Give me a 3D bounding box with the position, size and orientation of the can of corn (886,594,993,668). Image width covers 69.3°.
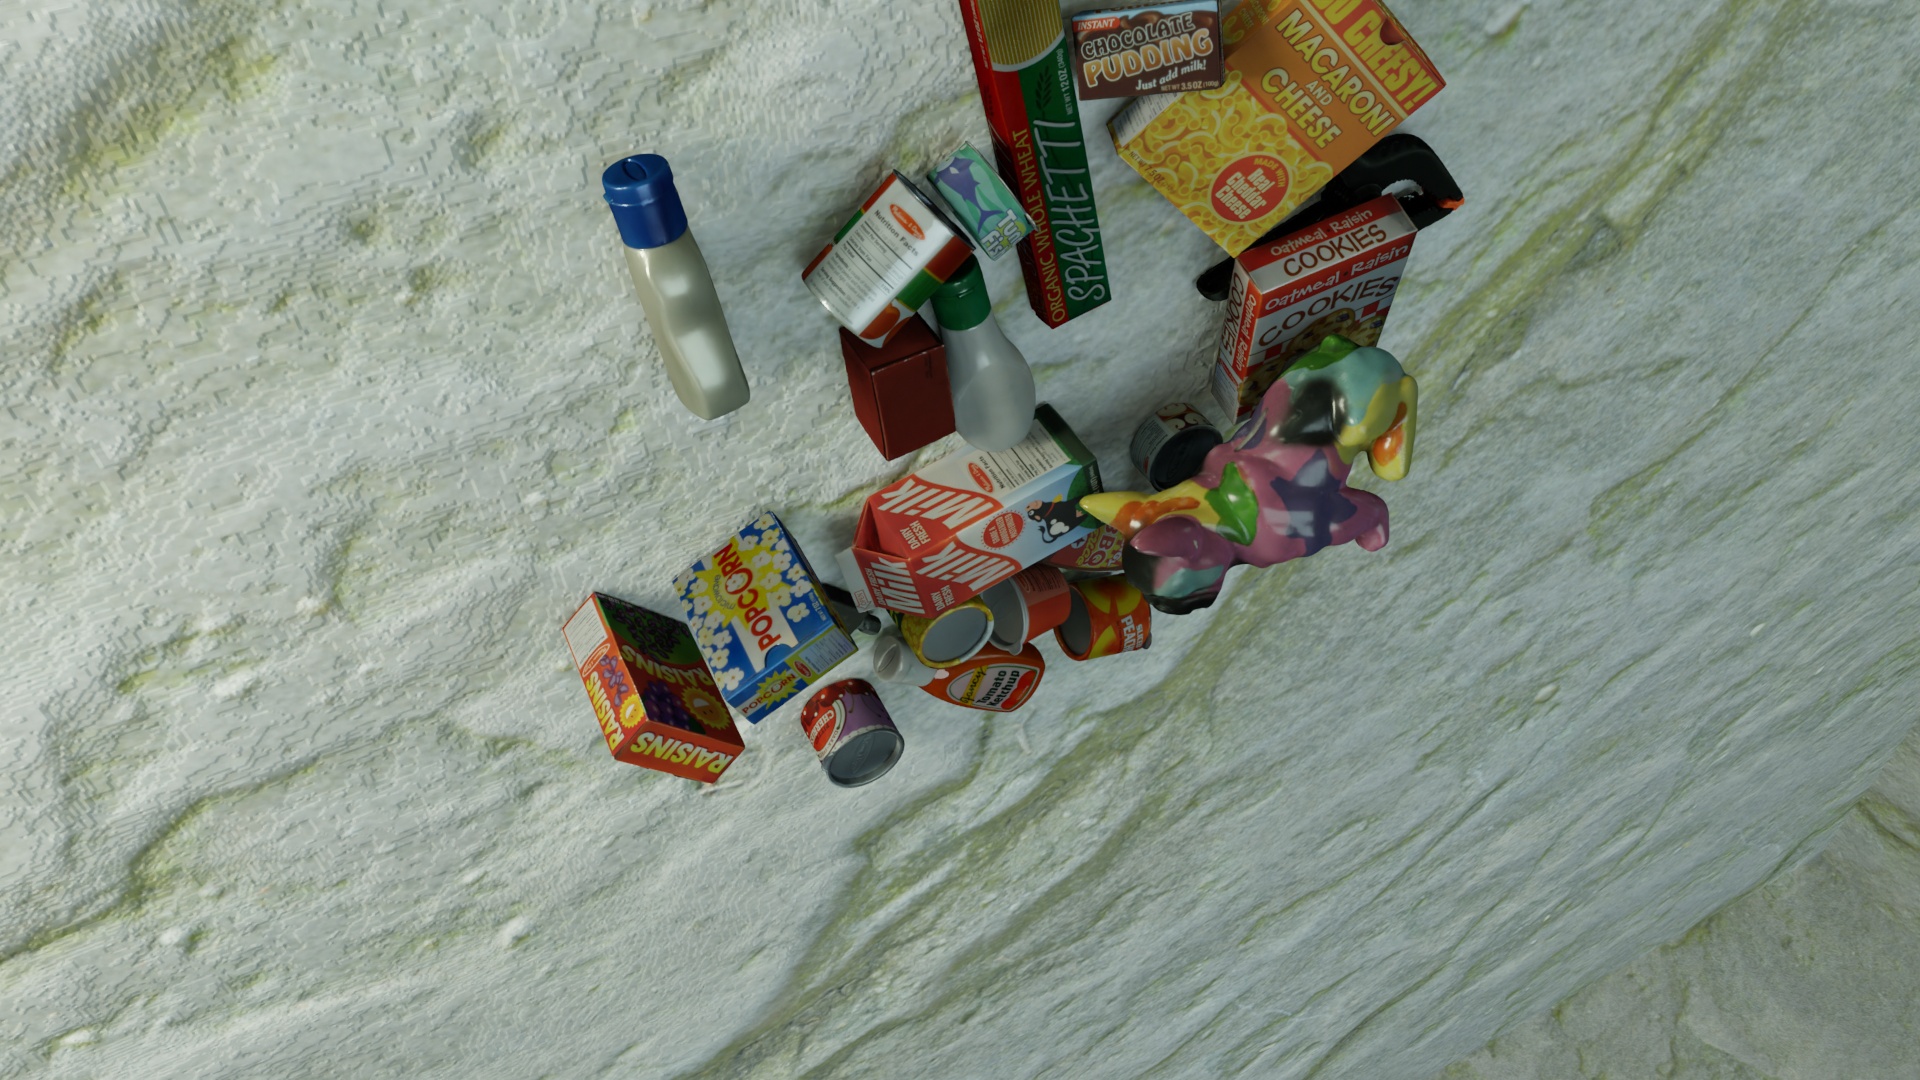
[{"bbox_3d":[-0.018,0.054,1.050,0.071,0.058,0.070,-19,137,-19],"label":"can of corn"}]

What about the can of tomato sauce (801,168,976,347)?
[{"bbox_3d":[-0.042,-0.165,0.822,0.083,0.071,0.071,-45,138,12],"label":"can of tomato sauce"}]

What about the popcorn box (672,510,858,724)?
[{"bbox_3d":[-0.131,0.048,0.915,0.085,0.127,0.038,-35,135,-1],"label":"popcorn box"}]

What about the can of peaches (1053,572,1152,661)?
[{"bbox_3d":[0.116,0.064,1.143,0.058,0.071,0.070,-8,132,-27],"label":"can of peaches"}]

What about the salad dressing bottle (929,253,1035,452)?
[{"bbox_3d":[0.010,-0.123,0.915,0.064,0.044,0.147,-27,138,-7],"label":"salad dressing bottle"}]

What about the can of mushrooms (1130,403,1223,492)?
[{"bbox_3d":[0.169,-0.071,1.079,0.071,0.033,0.070,-19,136,-19],"label":"can of mushrooms"}]

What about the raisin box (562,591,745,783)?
[{"bbox_3d":[-0.203,0.097,0.914,0.040,0.124,0.086,-48,138,13],"label":"raisin box"}]

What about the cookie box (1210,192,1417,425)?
[{"bbox_3d":[0.251,-0.165,1.009,0.123,0.040,0.166,-24,154,-8],"label":"cookie box"}]

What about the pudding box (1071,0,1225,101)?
[{"bbox_3d":[0.109,-0.283,0.800,0.084,0.030,0.049,-1,115,14],"label":"pudding box"}]

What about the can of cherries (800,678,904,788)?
[{"bbox_3d":[-0.088,0.151,1.095,0.072,0.058,0.071,-19,138,-18],"label":"can of cherries"}]

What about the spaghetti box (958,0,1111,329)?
[{"bbox_3d":[0.049,-0.234,0.846,0.050,0.029,0.248,-28,139,-8],"label":"spaghetti box"}]

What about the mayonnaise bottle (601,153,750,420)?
[{"bbox_3d":[-0.158,-0.140,0.770,0.041,0.065,0.147,-27,135,-15],"label":"mayonnaise bottle"}]

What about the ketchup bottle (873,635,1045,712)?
[{"bbox_3d":[-0.003,0.103,1.119,0.149,0.044,0.064,13,120,-41],"label":"ketchup bottle"}]

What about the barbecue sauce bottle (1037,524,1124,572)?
[{"bbox_3d":[0.117,-0.003,1.100,0.148,0.044,0.064,13,110,-42],"label":"barbecue sauce bottle"}]

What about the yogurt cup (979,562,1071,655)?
[{"bbox_3d":[0.049,0.047,1.088,0.054,0.072,0.072,-16,136,-33],"label":"yogurt cup"}]

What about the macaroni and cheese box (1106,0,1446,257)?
[{"bbox_3d":[0.194,-0.268,0.857,0.123,0.040,0.166,30,125,-36],"label":"macaroni and cheese box"}]

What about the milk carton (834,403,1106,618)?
[{"bbox_3d":[0.004,-0.012,0.991,0.191,0.074,0.072,-28,139,-9],"label":"milk carton"}]

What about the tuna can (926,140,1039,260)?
[{"bbox_3d":[0.013,-0.199,0.823,0.033,0.071,0.071,-39,139,6],"label":"tuna can"}]
